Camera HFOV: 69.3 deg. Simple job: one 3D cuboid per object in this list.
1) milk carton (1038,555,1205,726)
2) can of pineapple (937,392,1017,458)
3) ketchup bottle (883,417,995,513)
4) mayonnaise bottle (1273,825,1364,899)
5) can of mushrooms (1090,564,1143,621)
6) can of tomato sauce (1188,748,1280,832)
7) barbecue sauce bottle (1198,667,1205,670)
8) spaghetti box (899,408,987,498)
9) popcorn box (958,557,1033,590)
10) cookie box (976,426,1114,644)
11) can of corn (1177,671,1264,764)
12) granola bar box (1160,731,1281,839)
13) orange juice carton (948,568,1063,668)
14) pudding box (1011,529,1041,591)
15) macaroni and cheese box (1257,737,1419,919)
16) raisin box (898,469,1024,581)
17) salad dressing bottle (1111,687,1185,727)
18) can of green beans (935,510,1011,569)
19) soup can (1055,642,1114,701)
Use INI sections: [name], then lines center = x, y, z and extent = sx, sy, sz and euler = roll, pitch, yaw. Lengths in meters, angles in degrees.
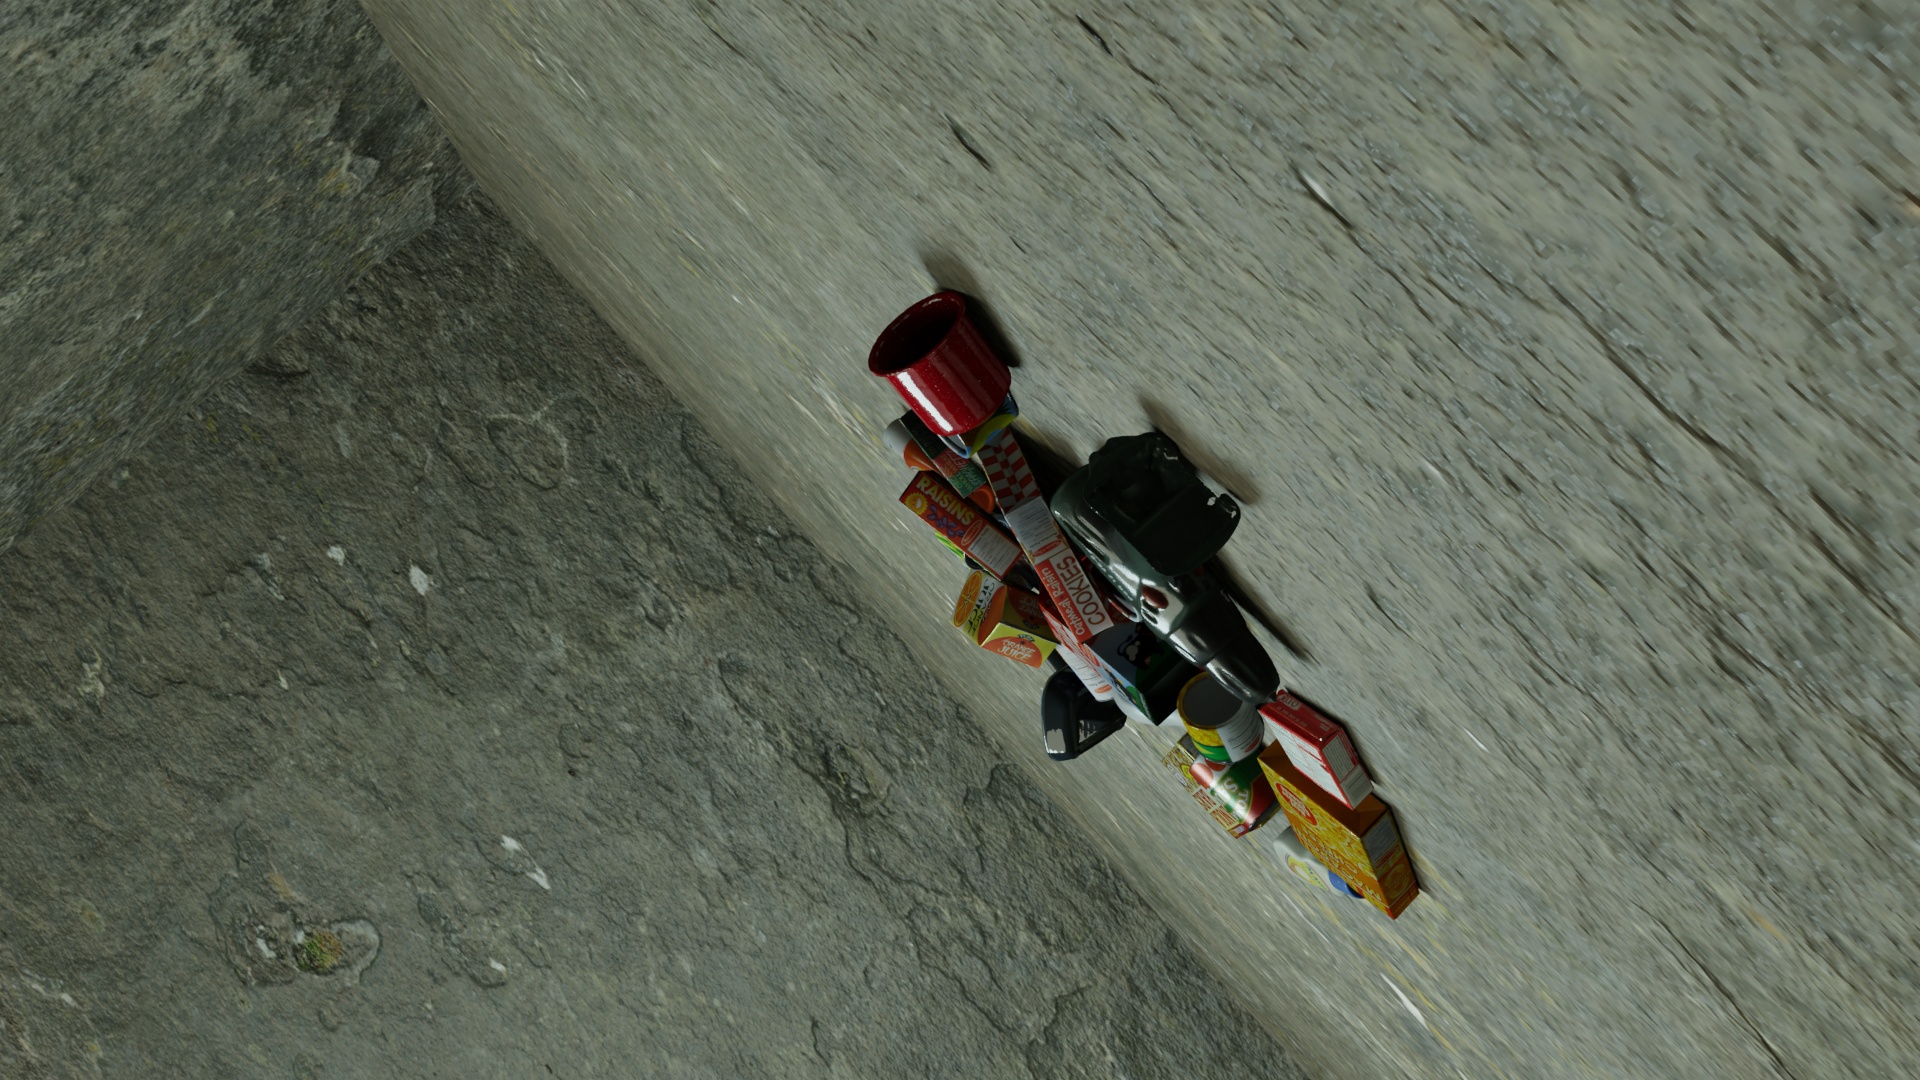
[milk carton]
center = 0.142, 0.083, 1.337
extent = 0.191, 0.073, 0.072
euler = 41, 168, 36
[can of pineapple]
center = 0.007, -0.114, 1.199
extent = 0.071, 0.058, 0.071
euler = 46, 169, 11
[ketchup bottle]
center = -0.025, -0.080, 1.506
extent = 0.149, 0.043, 0.064
euler = 42, 169, 32
[mayonnaise bottle]
center = 0.370, 0.328, 1.400
extent = 0.064, 0.041, 0.148
euler = 51, 170, -5
[can of mushrooms]
center = 0.149, 0.038, 1.248
extent = 0.071, 0.033, 0.071
euler = 48, 171, 10
[can of tomato sauce]
center = 0.275, 0.235, 1.366
extent = 0.083, 0.071, 0.071
euler = 44, 169, 21
[barbecue sauce bottle]
center = 0.167, 0.040, 1.154
extent = 0.148, 0.044, 0.064
euler = 47, 172, 5
[spaghetti box]
center = -0.020, -0.091, 1.353
extent = 0.050, 0.028, 0.250
euler = 50, -179, -16
[popcorn box]
center = 0.032, 0.019, 1.659
extent = 0.085, 0.038, 0.127
euler = 53, 169, -23
[cookie box]
center = 0.074, -0.004, 1.252
extent = 0.166, 0.040, 0.123
euler = 58, -174, -35
[can of corn]
center = 0.233, 0.158, 1.255
extent = 0.071, 0.071, 0.058
euler = 37, 164, 46
[granola bar box]
center = 0.286, 0.268, 1.538
extent = 0.124, 0.039, 0.165
euler = 45, 170, 13
[orange juice carton]
center = 0.053, 0.085, 1.507
extent = 0.072, 0.073, 0.193
euler = 23, -179, -15
[pudding box]
center = 0.078, 0.020, 1.491
extent = 0.050, 0.030, 0.083
euler = 44, 169, 25
[macaroni and cheese box]
center = 0.343, 0.259, 1.257
extent = 0.124, 0.040, 0.165
euler = 39, 167, 45
[raisin box]
center = 0.005, -0.017, 1.323
extent = 0.123, 0.040, 0.086
euler = 38, -173, 4
[salad dressing bottle]
center = 0.214, 0.163, 1.390
extent = 0.148, 0.064, 0.044
euler = 17, 139, 56
[can of green beans]
center = 0.014, -0.010, 1.543
extent = 0.058, 0.071, 0.071
euler = 40, 167, 39
[soup can]
center = 0.147, 0.118, 1.482
extent = 0.083, 0.071, 0.071
euler = 51, 169, -14
